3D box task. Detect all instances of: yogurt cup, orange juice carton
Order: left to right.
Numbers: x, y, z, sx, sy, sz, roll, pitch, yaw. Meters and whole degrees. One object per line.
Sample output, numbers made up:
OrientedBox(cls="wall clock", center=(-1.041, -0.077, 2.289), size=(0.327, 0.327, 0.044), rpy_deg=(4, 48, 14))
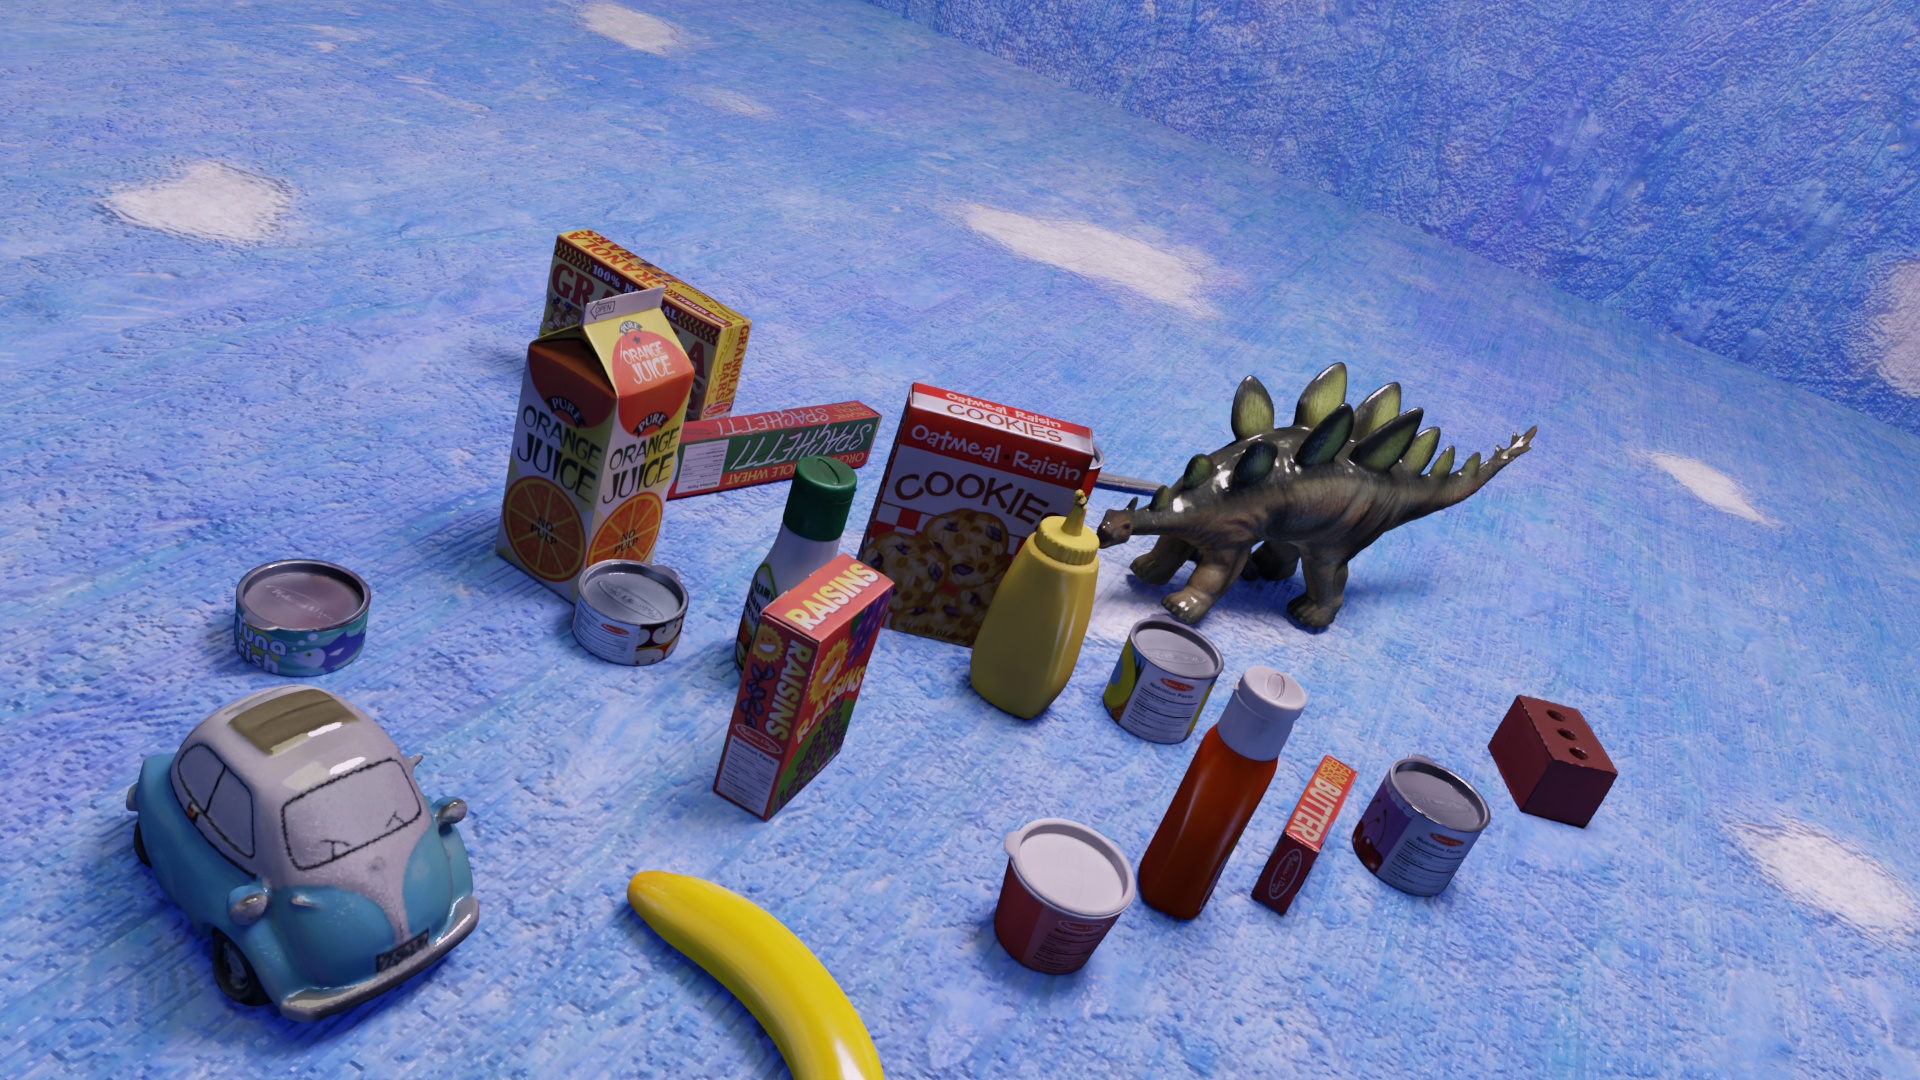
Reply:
OrientedBox(cls="orange juice carton", center=(-0.222, -0.064, 0.852), size=(0.073, 0.191, 0.072), rpy_deg=(30, 30, 18))
OrientedBox(cls="yogurt cup", center=(0.051, 0.188, 0.725), size=(0.072, 0.053, 0.073), rpy_deg=(15, 29, -8))

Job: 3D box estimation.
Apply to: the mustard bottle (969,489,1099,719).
OrientedBox(cls="mustard bottle", center=(0.055, 0.036, 0.879), size=(0.065, 0.159, 0.049), rpy_deg=(29, 30, 17))

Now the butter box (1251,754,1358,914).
OrientedBox(cls="butter box", center=(0.210, 0.176, 0.842), size=(0.024, 0.052, 0.104), rpy_deg=(29, 30, 17))

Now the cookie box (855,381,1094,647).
OrientedBox(cls="cookie box", center=(0.003, -0.012, 0.923), size=(0.123, 0.166, 0.040), rpy_deg=(14, 29, -10))

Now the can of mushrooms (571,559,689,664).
OrientedBox(cls="can of mushrooms", center=(-0.200, 0.043, 0.845), size=(0.071, 0.033, 0.071), rpy_deg=(15, 29, -8))

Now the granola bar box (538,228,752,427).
OrientedBox(cls="granola bar box", center=(-0.243, -0.143, 1.046), size=(0.166, 0.123, 0.039), rpy_deg=(30, 30, 19))

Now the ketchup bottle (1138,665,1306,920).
OrientedBox(cls="ketchup bottle", center=(0.145, 0.138, 0.770), size=(0.043, 0.148, 0.065), rpy_deg=(24, 29, 7))

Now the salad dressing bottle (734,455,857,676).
OrientedBox(cls="salad dressing bottle", center=(-0.097, 0.020, 0.828), size=(0.044, 0.147, 0.064), rpy_deg=(0, 34, -32))

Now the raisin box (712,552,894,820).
OrientedBox(cls="raisin box", center=(-0.086, 0.079, 0.759), size=(0.040, 0.122, 0.086), rpy_deg=(28, 29, 15))

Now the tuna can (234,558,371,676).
OrientedBox(cls="tuna can", center=(-0.357, 0.042, 0.751), size=(0.071, 0.032, 0.071), rpy_deg=(15, 29, -8))

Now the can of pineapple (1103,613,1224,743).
OrientedBox(cls="can of pineapple", center=(0.136, 0.093, 0.936), size=(0.071, 0.057, 0.071), rpy_deg=(15, 29, -8))

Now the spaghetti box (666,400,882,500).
OrientedBox(cls="spaghetti box", center=(-0.163, -0.067, 1.039), size=(0.251, 0.050, 0.029), rpy_deg=(-14, 42, -45))

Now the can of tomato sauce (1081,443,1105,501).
OrientedBox(cls="can of tomato sauce", center=(0.069, -0.039, 1.097), size=(0.071, 0.082, 0.071), rpy_deg=(15, 29, -8))

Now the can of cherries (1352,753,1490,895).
OrientedBox(cls="can of cherries", center=(0.291, 0.180, 0.880), size=(0.071, 0.058, 0.072), rpy_deg=(15, 29, -8))
